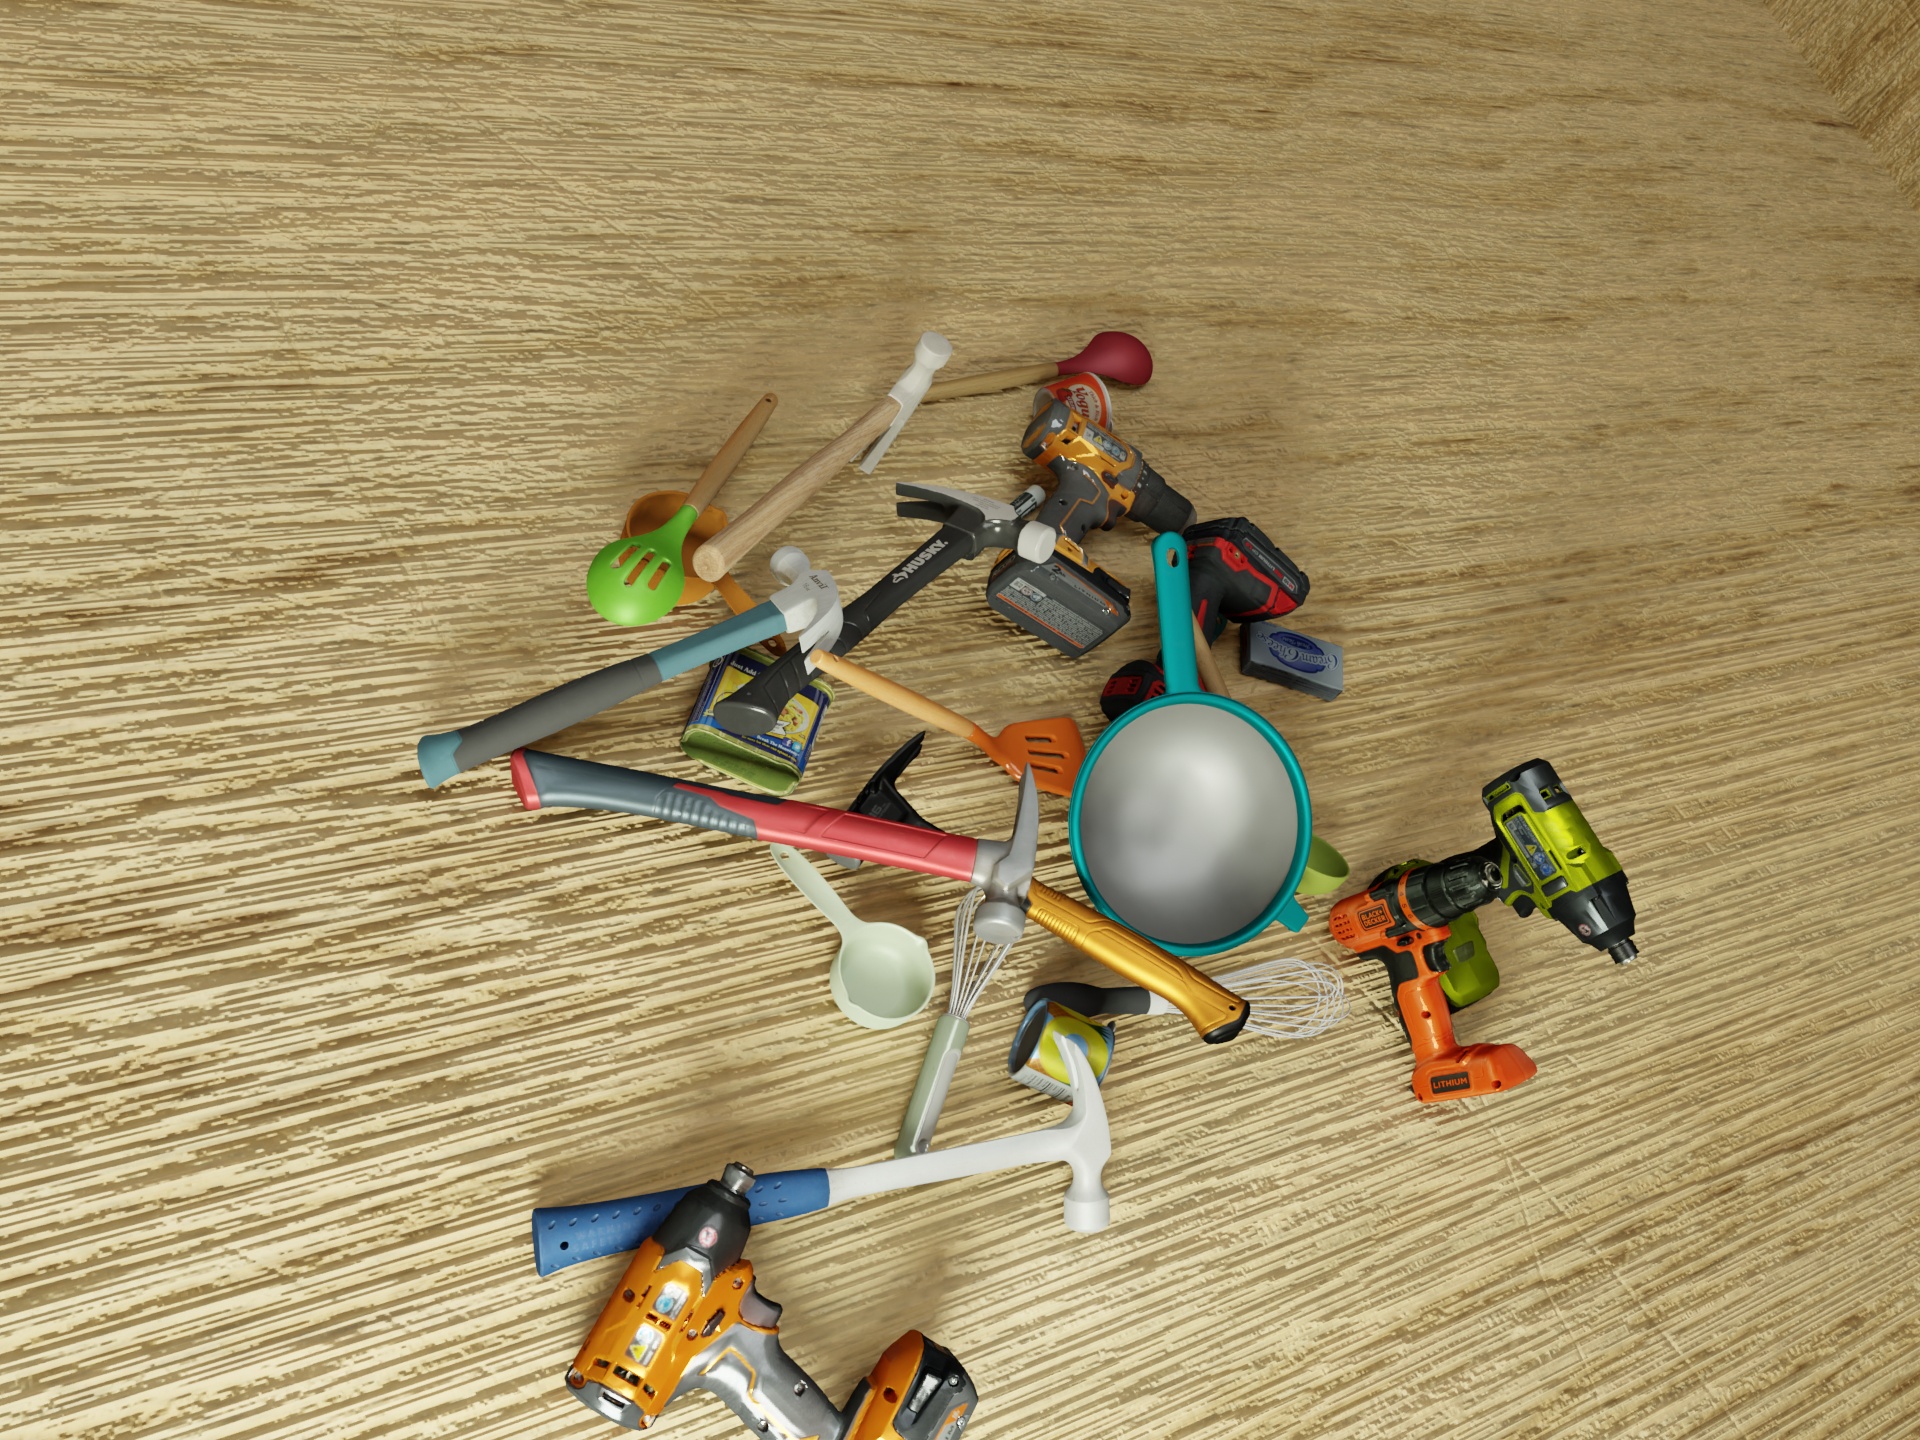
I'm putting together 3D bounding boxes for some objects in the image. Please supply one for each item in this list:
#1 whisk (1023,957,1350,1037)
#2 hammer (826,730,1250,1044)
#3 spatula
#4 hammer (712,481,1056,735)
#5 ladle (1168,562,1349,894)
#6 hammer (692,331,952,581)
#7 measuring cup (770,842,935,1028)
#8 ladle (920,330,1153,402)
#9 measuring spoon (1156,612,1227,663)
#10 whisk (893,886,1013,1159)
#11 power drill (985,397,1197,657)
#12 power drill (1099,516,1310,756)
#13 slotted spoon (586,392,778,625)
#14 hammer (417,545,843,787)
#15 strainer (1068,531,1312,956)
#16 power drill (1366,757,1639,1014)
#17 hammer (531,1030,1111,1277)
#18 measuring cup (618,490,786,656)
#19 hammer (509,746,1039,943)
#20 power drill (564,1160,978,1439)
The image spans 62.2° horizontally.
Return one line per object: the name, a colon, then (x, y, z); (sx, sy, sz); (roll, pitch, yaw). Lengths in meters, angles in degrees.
whisk: (0.184, 0.223, 1.269); (0.284, 0.070, 0.070); (2, 61, -19)
hammer: (0.069, 0.136, 1.204); (0.337, 0.034, 0.127); (31, 56, 9)
spatula: (-0.002, -0.004, 1.265); (0.322, 0.041, 0.081); (26, 47, -49)
hammer: (-0.074, -0.091, 1.261); (0.146, 0.035, 0.335); (25, 48, 26)
ladle: (0.246, 0.008, 1.353); (0.320, 0.062, 0.078); (65, 21, -11)
hammer: (-0.117, -0.208, 1.318); (0.031, 0.130, 0.331); (39, 47, 1)
measuring cup: (-0.090, 0.159, 1.187); (0.168, 0.038, 0.083); (48, 53, 9)
ladle: (0.071, -0.342, 1.568); (0.315, 0.031, 0.069); (-18, 70, -31)
measuring spoon: (0.215, -0.071, 1.483); (0.128, 0.021, 0.042); (-41, 107, -46)
whisk: (-0.001, 0.218, 1.189); (0.057, 0.059, 0.246); (55, 45, -42)
power drill: (0.126, -0.167, 1.449); (0.185, 0.084, 0.226); (31, 52, -19)
power drill: (0.220, -0.058, 1.411); (0.143, 0.078, 0.220); (38, 67, -27)
slotted spoon: (-0.209, -0.182, 1.274); (0.070, 0.031, 0.314); (28, 44, -4)
hammer: (-0.236, -0.034, 1.163); (0.331, 0.033, 0.128); (-25, 40, -18)
strainer: (0.169, 0.020, 1.307); (0.211, 0.095, 0.340); (-4, 87, -17)
power drill: (0.451, 0.154, 1.329); (0.080, 0.223, 0.171); (-16, 70, -32)
hammer: (-0.081, 0.308, 1.078); (0.405, 0.035, 0.144); (-4, 96, -23)
measuring cup: (-0.204, -0.105, 1.277); (0.174, 0.052, 0.095); (49, 50, 8)
hammer: (-0.134, 0.060, 1.171); (0.386, 0.038, 0.143); (12, 55, -3)
power drill: (-0.107, 0.391, 0.990); (0.226, 0.084, 0.164); (31, 76, -5)
